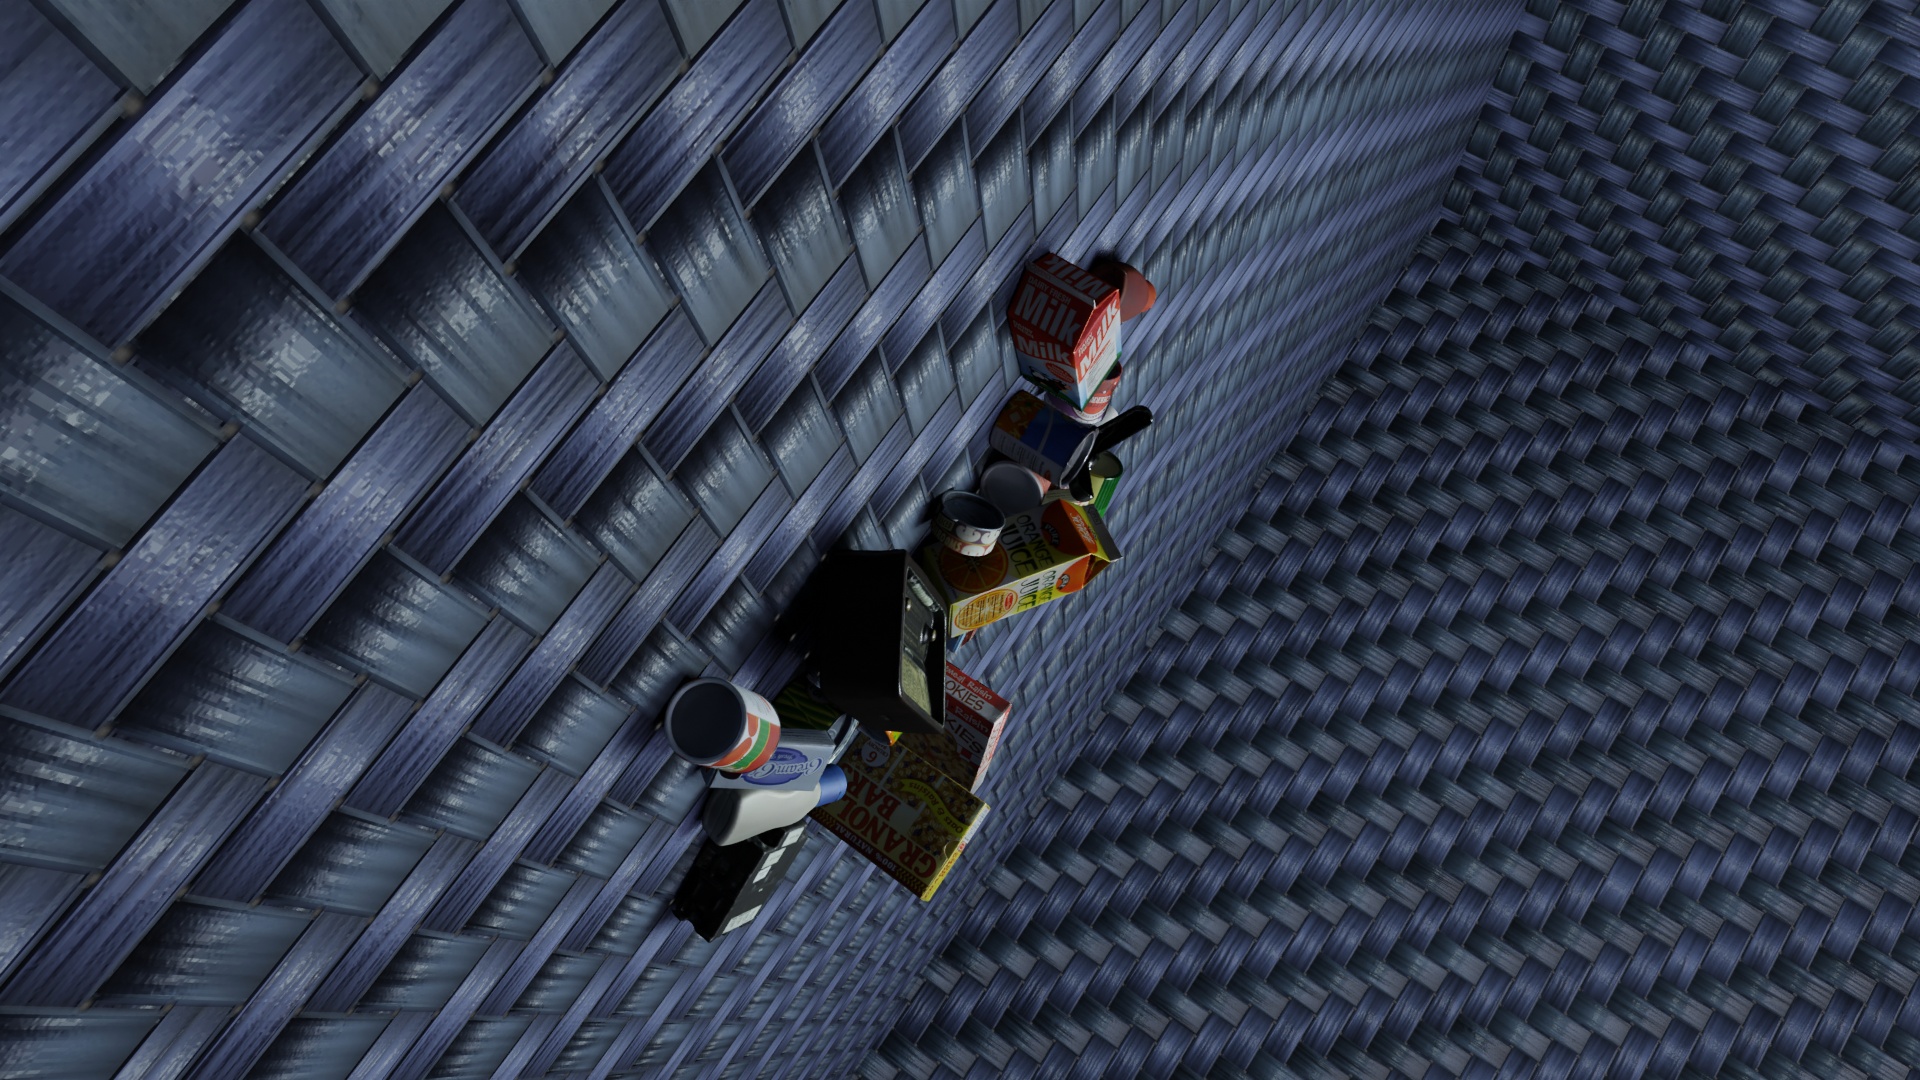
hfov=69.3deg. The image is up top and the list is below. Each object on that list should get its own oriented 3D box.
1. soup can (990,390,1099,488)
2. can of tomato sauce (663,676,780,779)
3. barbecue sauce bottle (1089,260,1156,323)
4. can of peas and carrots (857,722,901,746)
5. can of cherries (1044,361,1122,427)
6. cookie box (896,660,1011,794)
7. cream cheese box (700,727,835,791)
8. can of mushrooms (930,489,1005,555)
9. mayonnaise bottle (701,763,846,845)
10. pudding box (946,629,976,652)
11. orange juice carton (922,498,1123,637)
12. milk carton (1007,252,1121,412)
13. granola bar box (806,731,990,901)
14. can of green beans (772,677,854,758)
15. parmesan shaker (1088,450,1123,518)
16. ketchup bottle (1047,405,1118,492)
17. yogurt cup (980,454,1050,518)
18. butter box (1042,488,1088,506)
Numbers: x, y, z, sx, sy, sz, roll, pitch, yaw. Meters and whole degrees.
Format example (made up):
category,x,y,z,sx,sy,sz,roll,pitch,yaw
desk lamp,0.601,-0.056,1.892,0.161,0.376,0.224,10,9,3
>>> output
category,x,y,z,sx,sy,sz,roll,pitch,yaw
soup can,0.083,-0.102,1.367,0.071,0.084,0.071,-52,164,-21
can of tomato sauce,-0.183,0.144,1.063,0.071,0.071,0.083,-56,164,-7
barbecue sauce bottle,0.163,-0.249,1.403,0.064,0.044,0.149,-62,165,18
can of peas and carrots,-0.080,0.169,1.438,0.059,0.071,0.070,-50,163,-24
can of cherries,0.127,-0.158,1.417,0.072,0.071,0.058,-39,156,-49
cookie box,-0.017,0.214,1.609,0.040,0.123,0.166,-45,161,-40
cream cheese box,-0.163,0.186,1.184,0.104,0.024,0.053,10,118,-35
can of mushrooms,0.005,-0.017,1.331,0.071,0.071,0.033,-33,152,-57
mayonnaise bottle,-0.167,0.236,1.278,0.148,0.041,0.064,-5,128,-53
pudding box,0.007,0.084,1.603,0.050,0.030,0.083,-33,152,-59
orange juice carton,0.063,0.021,1.391,0.193,0.072,0.072,-20,152,-14
milk carton,0.095,-0.193,1.250,0.073,0.072,0.190,-55,166,-8
granola bar box,-0.070,0.297,1.531,0.124,0.166,0.039,-54,162,-11
can of green beans,-0.138,0.166,1.261,0.071,0.058,0.071,-51,163,-21
parmesan shaker,0.156,-0.057,1.707,0.072,0.071,0.102,-40,157,-48
ketchup bottle,0.127,-0.099,1.590,0.149,0.043,0.064,-50,164,-27
yogurt cup,0.061,-0.062,1.421,0.054,0.072,0.072,-51,166,-51
butter box,0.087,-0.030,1.530,0.104,0.024,0.052,-6,140,-21
